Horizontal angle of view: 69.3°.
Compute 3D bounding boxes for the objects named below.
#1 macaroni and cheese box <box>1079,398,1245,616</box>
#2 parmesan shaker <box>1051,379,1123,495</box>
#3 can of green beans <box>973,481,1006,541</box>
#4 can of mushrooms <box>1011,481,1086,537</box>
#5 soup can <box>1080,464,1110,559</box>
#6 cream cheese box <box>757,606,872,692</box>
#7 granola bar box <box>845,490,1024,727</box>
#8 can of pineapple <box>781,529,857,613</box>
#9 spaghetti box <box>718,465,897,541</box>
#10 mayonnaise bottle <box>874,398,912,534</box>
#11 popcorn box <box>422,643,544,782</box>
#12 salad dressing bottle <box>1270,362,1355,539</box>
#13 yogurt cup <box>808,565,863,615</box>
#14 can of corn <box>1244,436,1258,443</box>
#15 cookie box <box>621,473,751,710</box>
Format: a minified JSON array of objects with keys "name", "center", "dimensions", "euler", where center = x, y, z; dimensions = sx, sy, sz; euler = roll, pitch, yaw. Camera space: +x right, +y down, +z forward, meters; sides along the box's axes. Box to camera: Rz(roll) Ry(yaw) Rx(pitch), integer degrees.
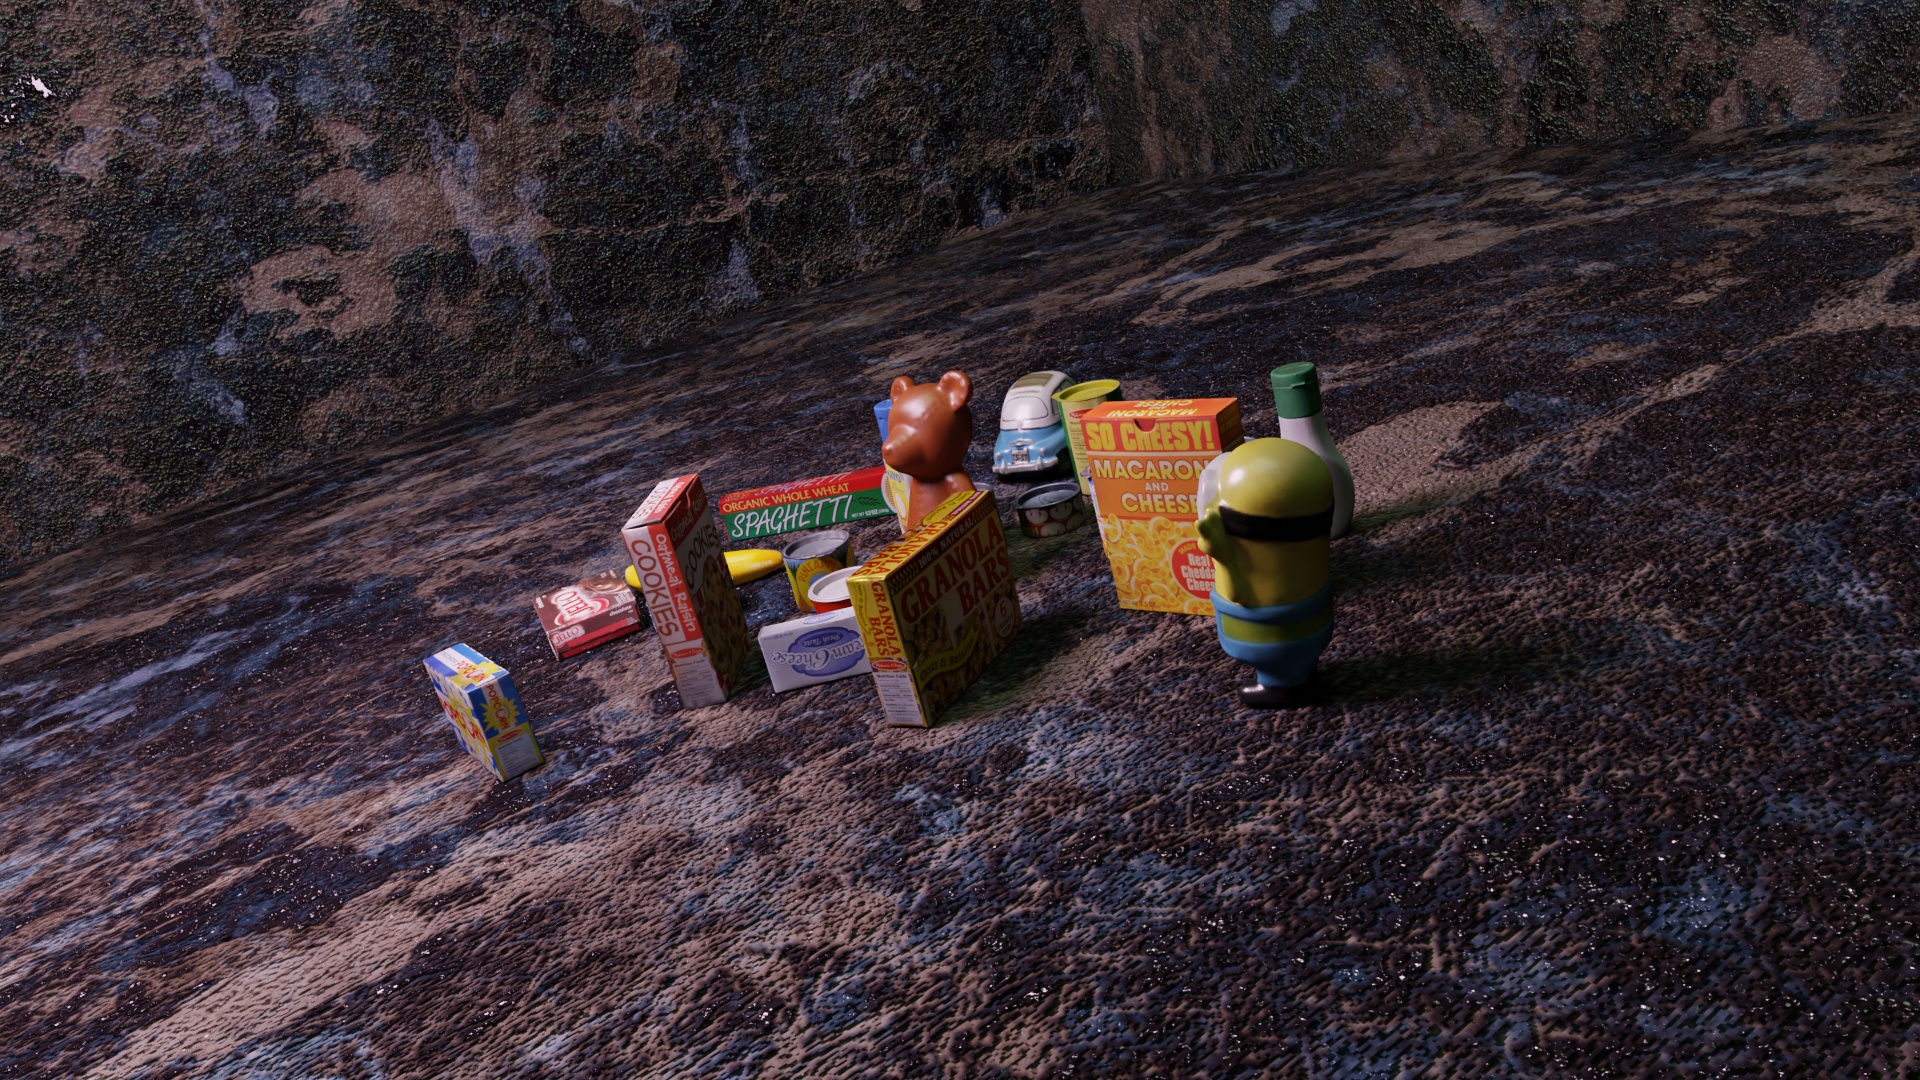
[{"name":"macaroni and cheese box","center":[0.168,-0.024,1.077],"dimensions":[0.123,0.166,0.040],"euler":[2,25,40]},{"name":"parmesan shaker","center":[0.138,-0.105,1.416],"dimensions":[0.071,0.102,0.071],"euler":[-13,19,5]},{"name":"can of green beans","center":[0.006,-0.018,1.339],"dimensions":[0.071,0.057,0.071],"euler":[-13,19,5]},{"name":"can of mushrooms","center":[0.086,-0.030,1.351],"dimensions":[0.071,0.033,0.071],"euler":[-13,19,5]},{"name":"soup can","center":[0.149,-0.030,1.231],"dimensions":[0.071,0.083,0.071],"euler":[-13,19,5]},{"name":"cream cheese box","center":[-0.108,0.087,1.137],"dimensions":[0.104,0.053,0.024],"euler":[-13,19,4]},{"name":"granola bar box","center":[-0.014,0.049,1.068],"dimensions":[0.039,0.123,0.166],"euler":[-3,22,32]},{"name":"can of pineapple","center":[-0.129,0.030,1.306],"dimensions":[0.071,0.057,0.071],"euler":[-13,19,5]},{"name":"spaghetti box","center":[-0.147,-0.044,1.534],"dimensions":[0.250,0.050,0.029],"euler":[-9,20,15]},{"name":"mayonnaise bottle","center":[-0.051,-0.068,1.382],"dimensions":[0.041,0.147,0.065],"euler":[-23,20,-22]},{"name":"popcorn box","center":[-0.396,0.140,1.151],"dimensions":[0.038,0.085,0.126],"euler":[-26,22,-30]},{"name":"salad dressing bottle","center":[0.288,-0.073,1.153],"dimensions":[0.064,0.147,0.044],"euler":[-12,19,7]},{"name":"yogurt cup","center":[-0.093,0.059,1.203],"dimensions":[0.072,0.053,0.072],"euler":[-13,19,5]},{"name":"can of corn","center":[0.247,-0.058,1.277],"dimensions":[0.071,0.058,0.071],"euler":[-13,19,5]},{"name":"cookie box","center":[-0.228,0.041,1.181],"dimensions":[0.040,0.167,0.123],"euler":[-12,19,7]}]
